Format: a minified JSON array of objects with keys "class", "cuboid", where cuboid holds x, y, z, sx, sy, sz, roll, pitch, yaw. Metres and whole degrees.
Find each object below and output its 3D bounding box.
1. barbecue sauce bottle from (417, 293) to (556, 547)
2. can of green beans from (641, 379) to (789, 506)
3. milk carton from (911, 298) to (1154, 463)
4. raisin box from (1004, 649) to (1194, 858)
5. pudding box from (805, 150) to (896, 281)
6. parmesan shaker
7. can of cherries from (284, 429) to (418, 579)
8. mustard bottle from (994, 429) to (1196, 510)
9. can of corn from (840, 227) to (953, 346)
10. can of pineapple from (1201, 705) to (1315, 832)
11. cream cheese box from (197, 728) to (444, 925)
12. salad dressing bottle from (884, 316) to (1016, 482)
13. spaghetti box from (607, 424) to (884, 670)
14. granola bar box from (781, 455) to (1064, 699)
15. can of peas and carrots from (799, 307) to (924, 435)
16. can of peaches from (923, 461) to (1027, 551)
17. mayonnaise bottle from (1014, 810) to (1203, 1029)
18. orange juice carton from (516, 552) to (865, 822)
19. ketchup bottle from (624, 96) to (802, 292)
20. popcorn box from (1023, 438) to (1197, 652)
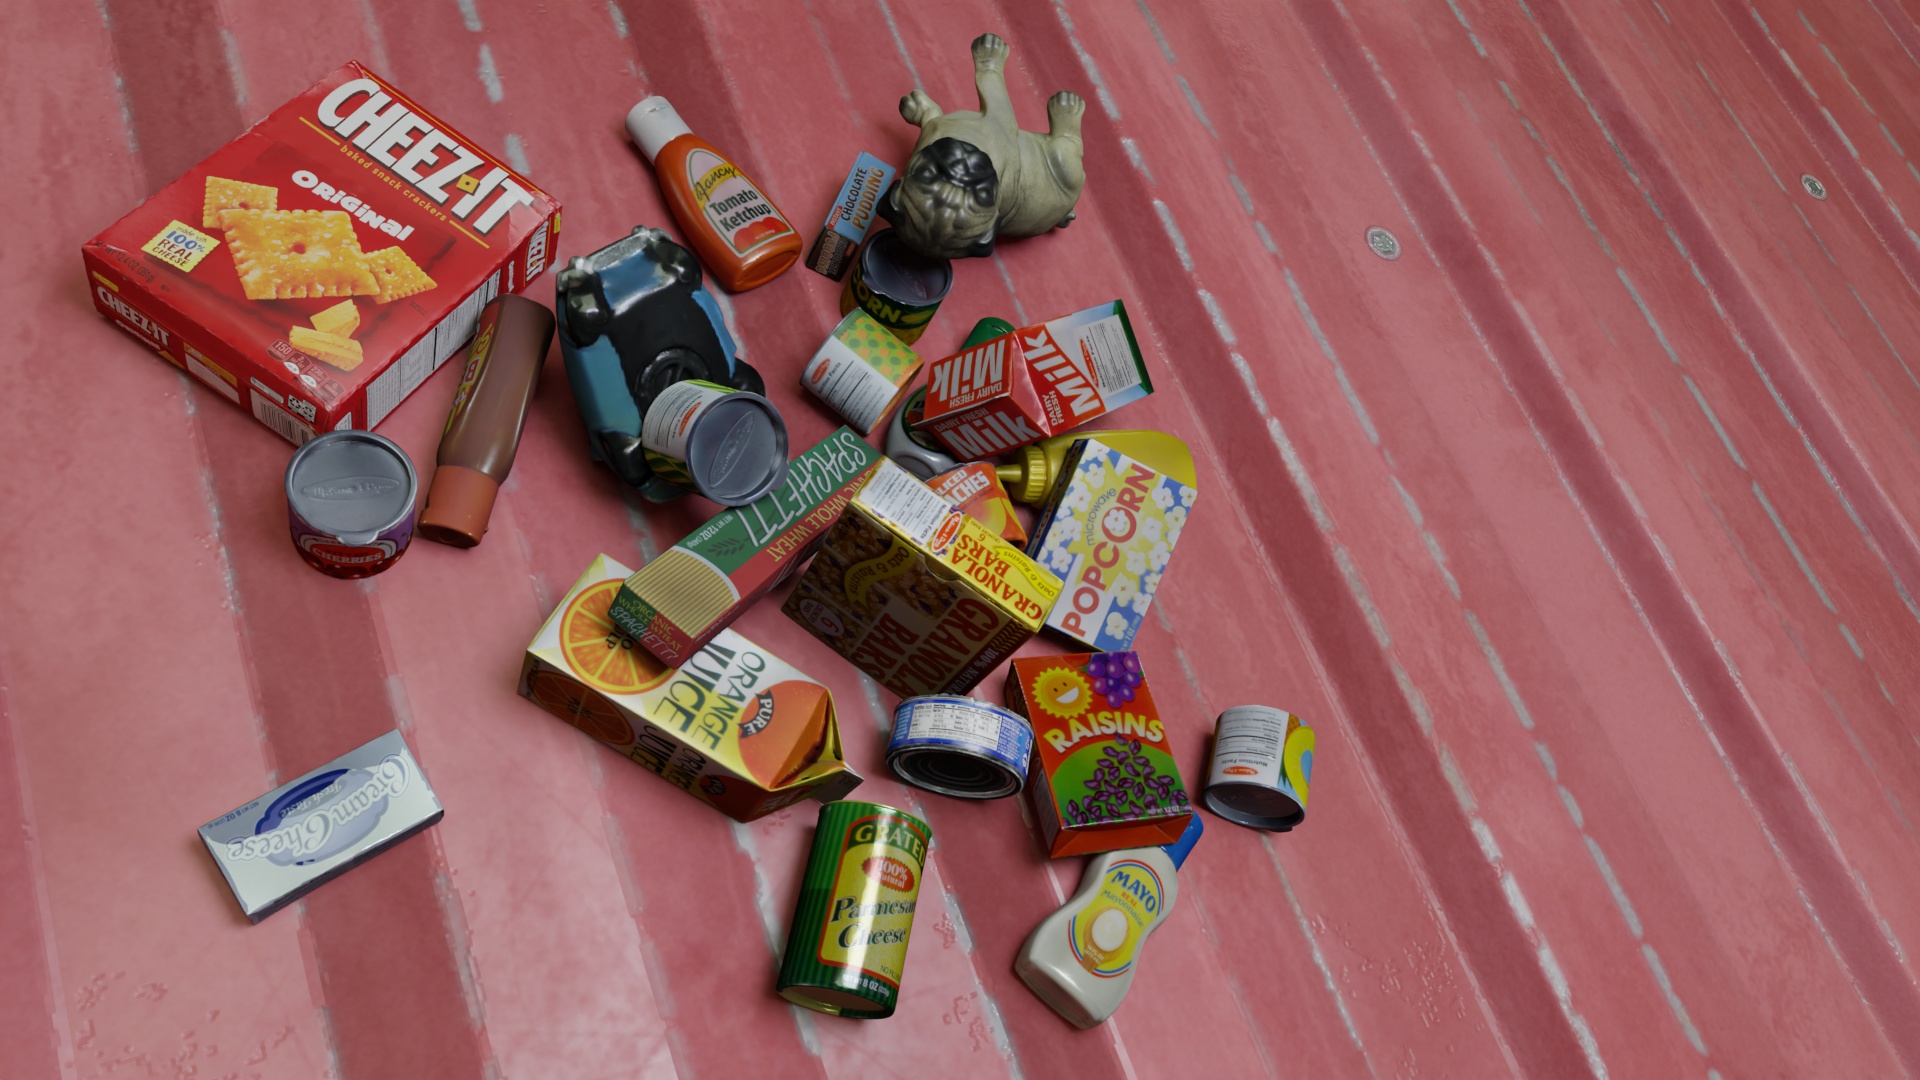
[{"class":"barbecue sauce bottle","cuboid":[-0.282,-0.070,0.826,0.043,0.064,0.149,21,66,-26]},{"class":"can of green beans","cuboid":[-0.143,-0.057,0.806,0.071,0.058,0.071,-12,110,-37]},{"class":"milk carton","cuboid":[0.048,-0.105,0.928,0.191,0.072,0.073,-27,98,-53]},{"class":"raisin box","cuboid":[0.083,0.129,0.861,0.086,0.039,0.124,-3,49,-14]},{"class":"pudding box","cuboid":[-0.079,-0.235,1.004,0.030,0.049,0.084,26,57,-10]},{"class":"parmesan shaker","cuboid":[-0.055,0.206,0.771,0.071,0.071,0.103,19,58,-13]},{"class":"can of cherries","cuboid":[-0.339,-0.017,0.774,0.071,0.058,0.072,11,60,-19]},{"class":"mustard bottle","cuboid":[0.086,-0.046,0.973,0.160,0.048,0.065,2,68,-21]},{"class":"can of corn","cuboid":[-0.048,-0.176,0.981,0.071,0.058,0.071,10,61,-18]},{"class":"can of pineapple","cuboid":[0.196,0.149,0.907,0.071,0.070,0.058,24,57,-10]},{"class":"cream cheese box","cuboid":[-0.326,0.145,0.713,0.104,0.024,0.053,-29,79,-32]},{"class":"salad dressing bottle","cuboid":[-0.002,-0.097,0.966,0.064,0.043,0.148,25,54,5]},{"class":"spaghetti box","cuboid":[-0.113,-0.005,0.827,0.050,0.028,0.251,38,34,4]},{"class":"granola bar box","cuboid":[-0.028,0.035,0.813,0.124,0.164,0.039,35,59,-2]},{"class":"can of peas and carrots","cuboid":[-0.065,-0.115,0.937,0.059,0.070,0.071,39,56,-1]},{"class":"can of peaches","cuboid":[0.003,-0.011,0.907,0.071,0.071,0.058,-15,72,-28]},{"class":"mayonnaise bottle","cuboid":[0.097,0.219,0.841,0.065,0.041,0.149,40,55,5]},{"class":"orange juice carton","cuboid":[-0.146,0.096,0.787,0.193,0.071,0.073,31,57,-4]},{"class":"ketchup bottle","cuboid":[-0.178,-0.244,0.972,0.065,0.043,0.149,-33,79,-32]},{"class":"popcorn box","cuboid":[0.092,0.006,0.924,0.085,0.038,0.127,25,84,-11]}]
